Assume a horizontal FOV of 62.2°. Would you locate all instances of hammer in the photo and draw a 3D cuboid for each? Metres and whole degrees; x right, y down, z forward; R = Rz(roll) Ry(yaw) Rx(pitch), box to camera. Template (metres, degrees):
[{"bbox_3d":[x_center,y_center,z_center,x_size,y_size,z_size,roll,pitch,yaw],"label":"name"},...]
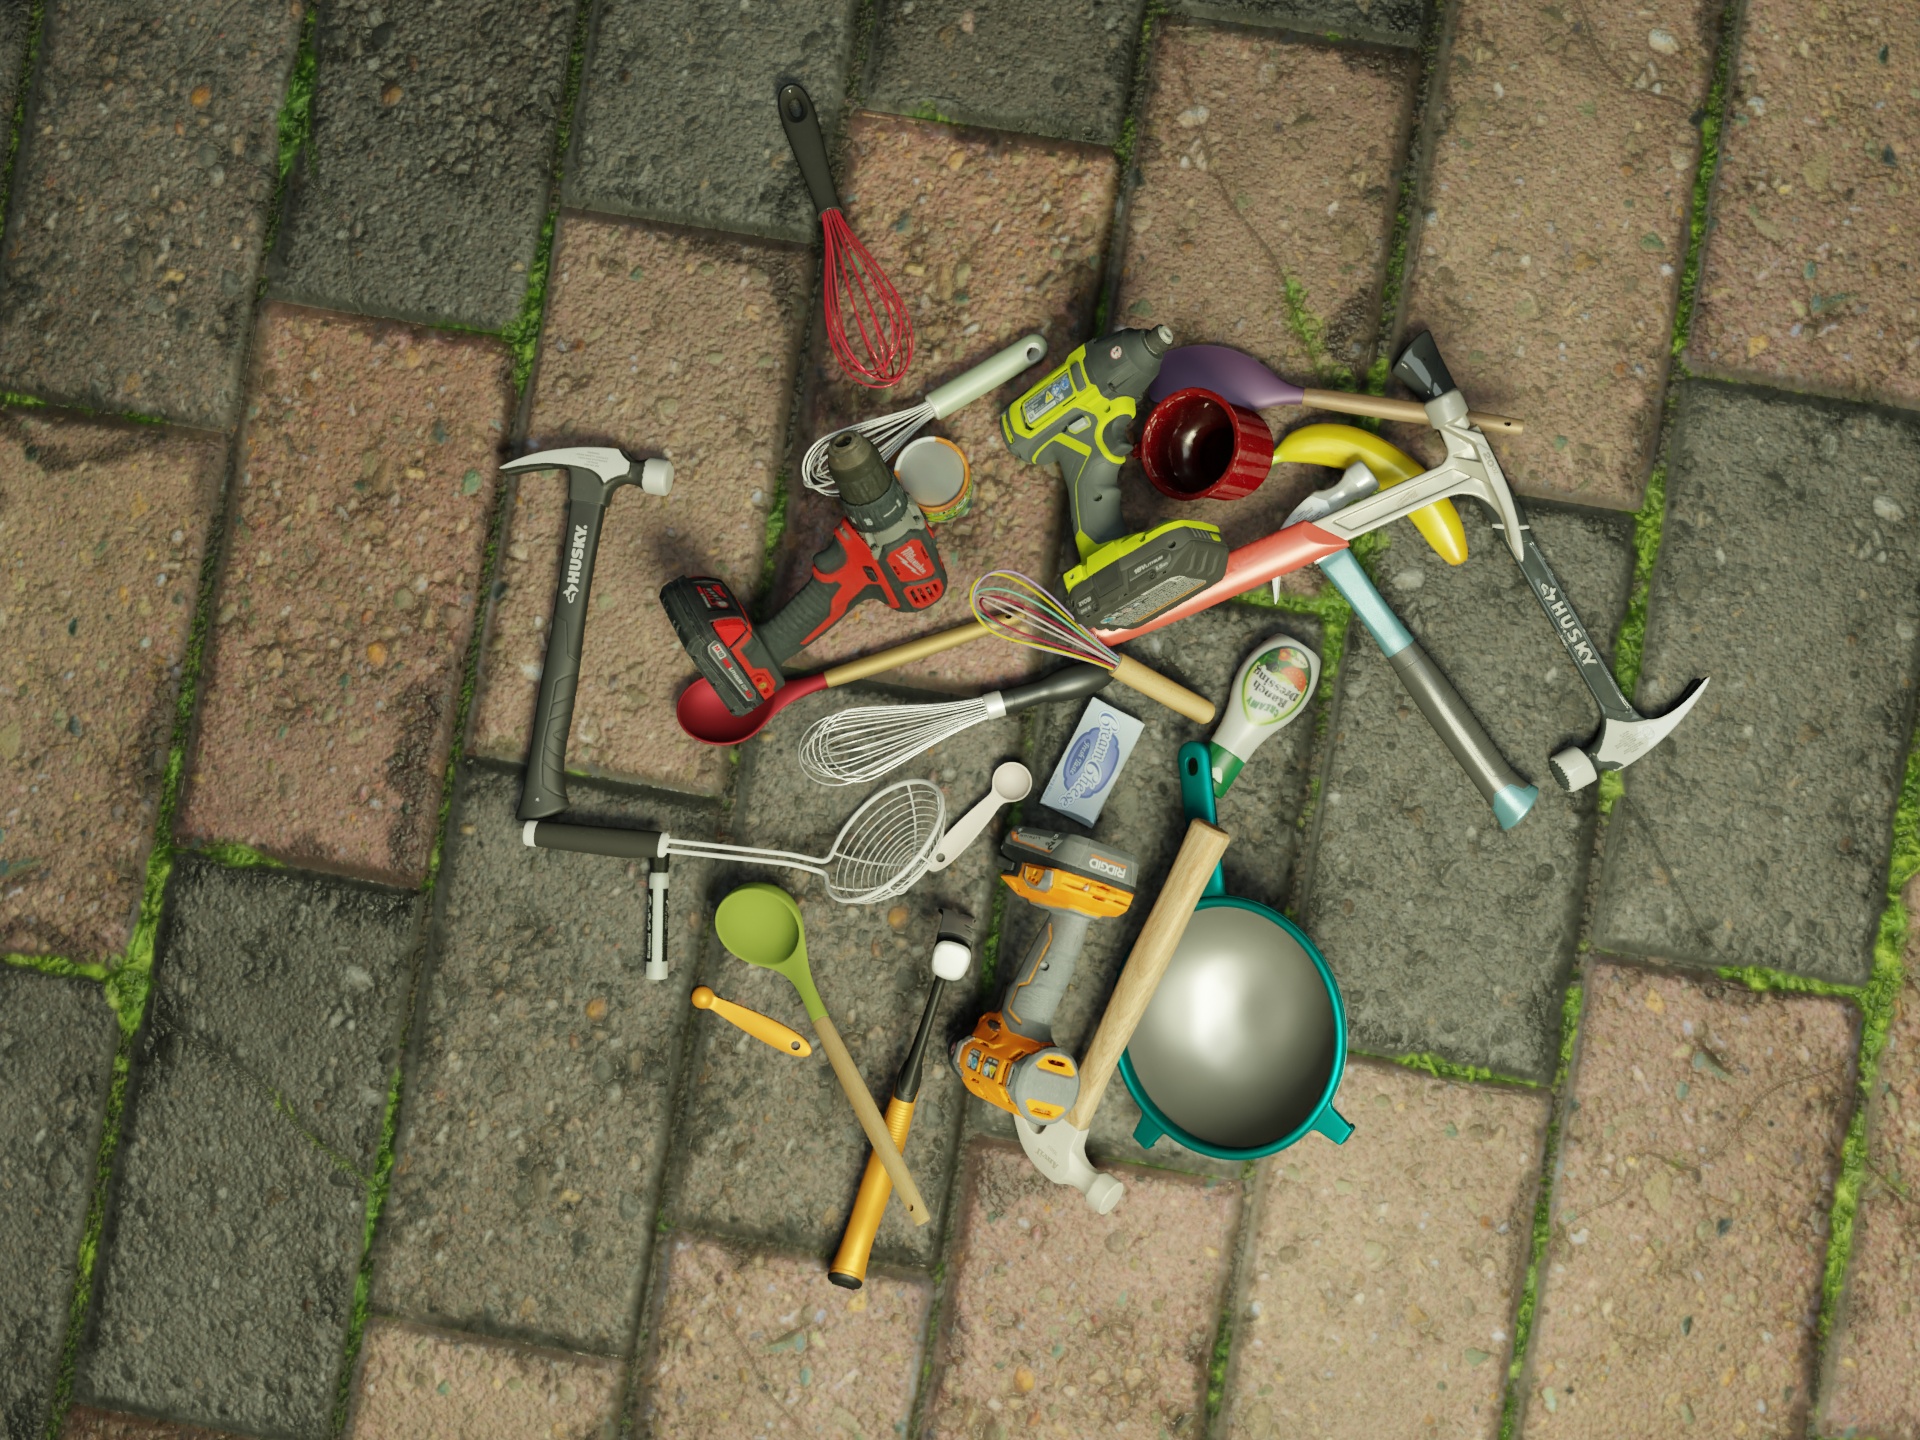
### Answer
[{"bbox_3d":[0.275,-0.133,1.327,0.359,0.037,0.149,-24,95,16],"label":"hammer"},{"bbox_3d":[0.487,-0.151,1.364,0.149,0.036,0.409,-28,87,0],"label":"hammer"},{"bbox_3d":[0.137,0.232,1.315,0.130,0.031,0.331,31,104,34],"label":"hammer"},{"bbox_3d":[-0.051,0.325,1.352,0.034,0.127,0.337,17,99,-1],"label":"hammer"},{"bbox_3d":[-0.351,-0.076,1.398,0.146,0.035,0.335,9,89,2],"label":"hammer"},{"bbox_3d":[0.384,-0.051,1.354,0.128,0.033,0.331,-36,91,19],"label":"hammer"}]

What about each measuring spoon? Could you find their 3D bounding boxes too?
[{"bbox_3d":[-0.183,0.265,1.391,0.117,0.011,0.021,27,90,3],"label":"measuring spoon"},{"bbox_3d":[0.015,0.085,1.389,0.034,0.018,0.124,44,97,3],"label":"measuring spoon"}]

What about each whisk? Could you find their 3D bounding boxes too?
[{"bbox_3d":[0.111,-0.054,1.343,0.244,0.047,0.051,27,131,-17],"label":"whisk"},{"bbox_3d":[-0.107,-0.425,1.390,0.073,0.073,0.296,-19,81,2],"label":"whisk"},{"bbox_3d":[-0.031,-0.269,1.387,0.246,0.059,0.057,-31,123,-3],"label":"whisk"},{"bbox_3d":[-0.002,-0.003,1.372,0.284,0.070,0.070,-16,88,-3],"label":"whisk"}]

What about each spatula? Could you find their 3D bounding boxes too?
[{"bbox_3d":[0.320,-0.277,1.364,0.316,0.018,0.060,12,87,12],"label":"spatula"}]

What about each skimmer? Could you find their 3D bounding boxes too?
[{"bbox_3d":[-0.194,0.091,1.345,0.363,0.127,0.090,5,133,3],"label":"skimmer"}]

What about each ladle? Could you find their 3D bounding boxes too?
[{"bbox_3d":[-0.112,0.272,1.316,0.078,0.062,0.320,-44,63,26],"label":"ladle"},{"bbox_3d":[-0.093,-0.045,1.389,0.315,0.031,0.069,-18,71,0],"label":"ladle"}]

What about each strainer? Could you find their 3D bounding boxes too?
[{"bbox_3d":[0.230,0.188,1.329,0.211,0.095,0.340,-13,77,35],"label":"strainer"}]

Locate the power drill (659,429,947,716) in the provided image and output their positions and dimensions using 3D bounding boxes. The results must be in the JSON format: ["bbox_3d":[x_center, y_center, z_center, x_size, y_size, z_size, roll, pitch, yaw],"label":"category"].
[{"bbox_3d":[-0.131,-0.124,1.315,0.226,0.187,0.080,-31,49,-3],"label":"power drill"}]

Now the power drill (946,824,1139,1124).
[{"bbox_3d":[0.056,0.207,1.323,0.084,0.164,0.226,21,81,-27],"label":"power drill"}]

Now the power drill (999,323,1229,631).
[{"bbox_3d":[0.130,-0.201,1.305,0.171,0.080,0.223,-30,69,39],"label":"power drill"}]
